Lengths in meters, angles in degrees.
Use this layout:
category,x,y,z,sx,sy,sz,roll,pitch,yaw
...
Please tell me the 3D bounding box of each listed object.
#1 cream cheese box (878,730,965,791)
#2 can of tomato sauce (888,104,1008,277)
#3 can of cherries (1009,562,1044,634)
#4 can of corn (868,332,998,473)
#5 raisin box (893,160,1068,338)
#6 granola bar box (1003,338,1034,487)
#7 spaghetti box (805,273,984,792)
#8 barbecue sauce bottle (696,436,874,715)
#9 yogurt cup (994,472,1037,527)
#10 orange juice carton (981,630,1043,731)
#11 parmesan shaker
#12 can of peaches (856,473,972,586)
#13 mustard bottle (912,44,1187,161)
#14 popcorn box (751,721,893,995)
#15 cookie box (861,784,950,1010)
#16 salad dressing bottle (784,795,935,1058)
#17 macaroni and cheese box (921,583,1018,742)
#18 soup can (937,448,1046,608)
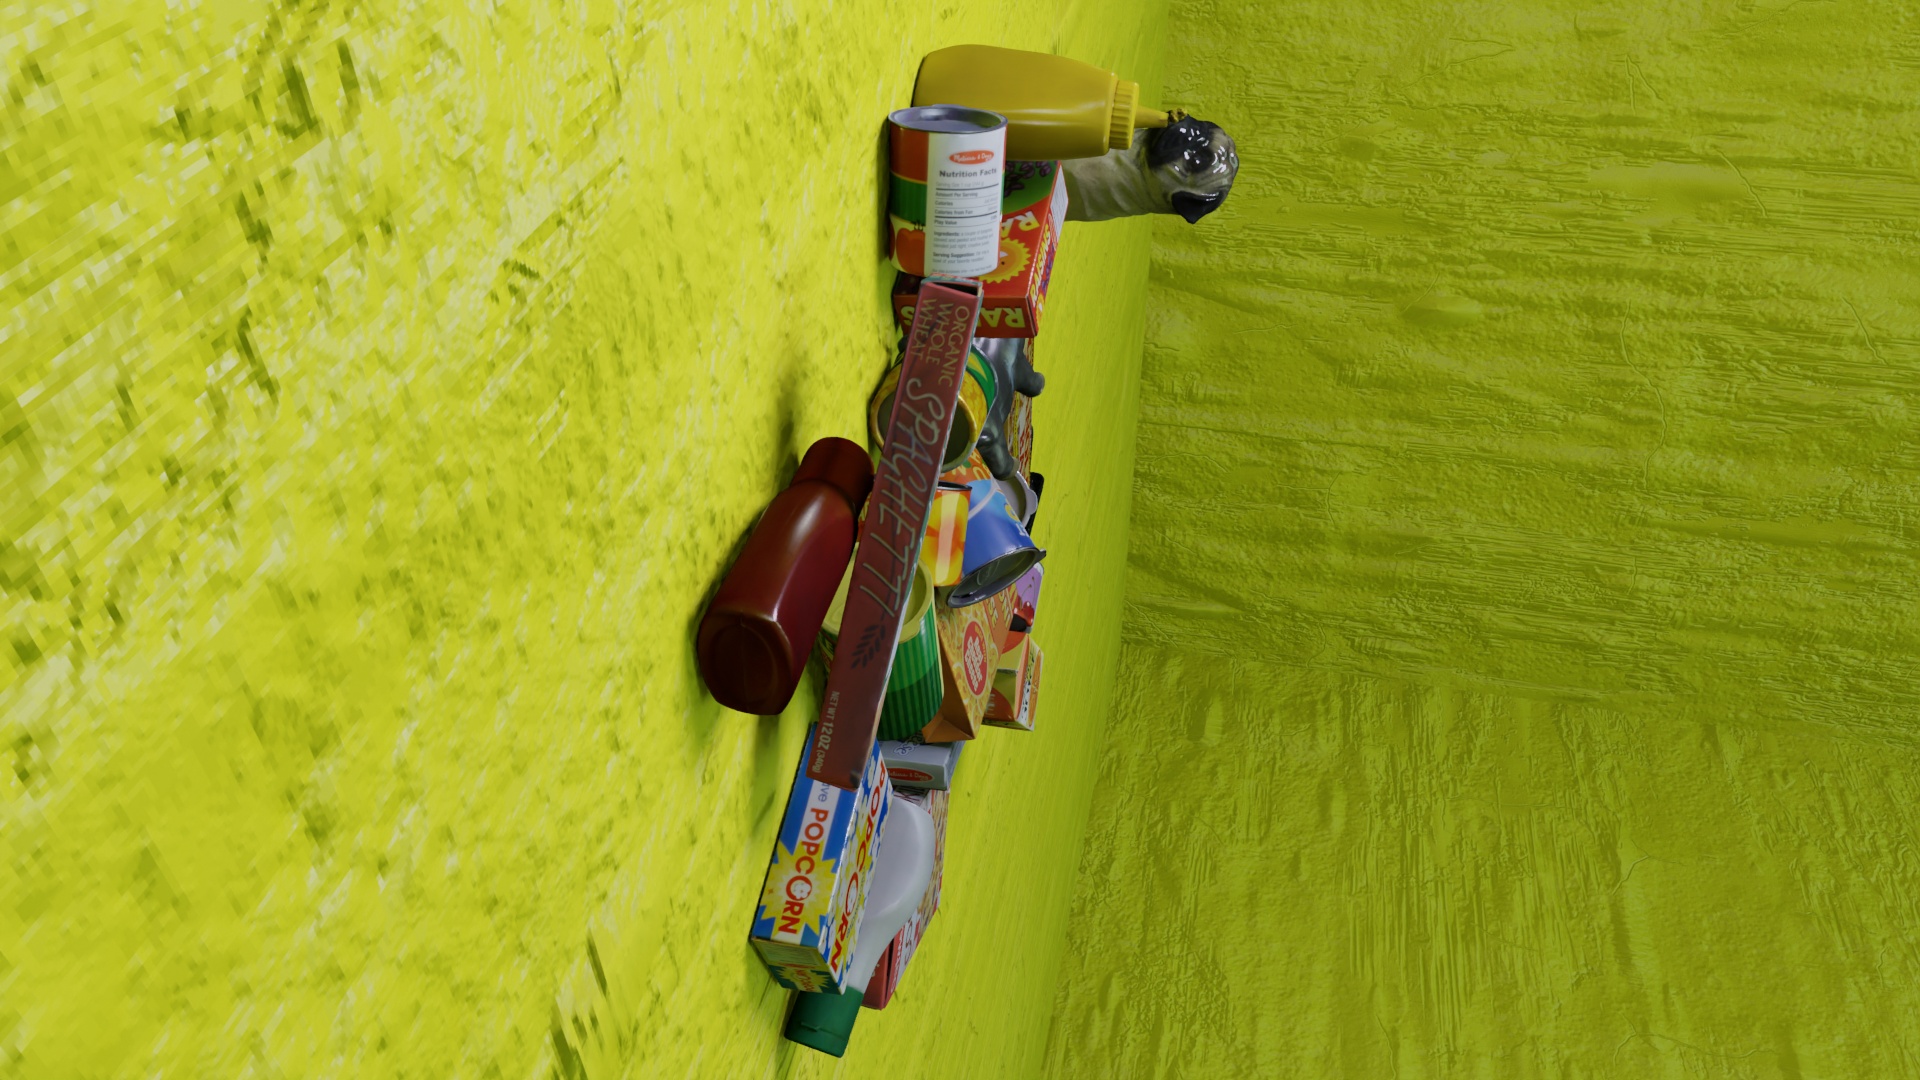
category,x,y,z,sx,sy,sz,roll,pitch,yaw
cream cheese box,-0.024,0.135,0.967,0.104,0.053,0.024,-63,156,-63
can of tomato sauce,-0.009,-0.199,0.791,0.071,0.071,0.082,-65,160,-59
can of cherries,0.032,0.045,1.194,0.071,0.071,0.058,78,22,-61
can of corn,-0.017,-0.083,0.826,0.058,0.071,0.070,-69,163,-52
raisin box,0.014,-0.182,0.865,0.040,0.086,0.124,74,25,-52
granola bar box,0.032,-0.087,1.162,0.125,0.039,0.164,-69,163,-54
spaghetti box,-0.031,-0.004,0.662,0.050,0.029,0.249,-76,180,-76
barbecue sauce bottle,-0.074,0.008,0.632,0.149,0.044,0.064,-71,168,-50
yogurt cup,0.022,-0.031,1.080,0.054,0.072,0.072,-64,160,-83
orange juice carton,0.022,0.114,1.154,0.192,0.072,0.073,53,45,-76
parmesan shaker,-0.043,0.059,0.762,0.102,0.071,0.072,85,16,-51
can of peaches,-0.031,-0.006,0.804,0.071,0.071,0.058,-26,122,-78
mustard bottle,0.054,-0.256,0.828,0.048,0.160,0.065,79,22,-64
popcorn box,-0.073,0.175,0.766,0.084,0.038,0.127,83,18,-56
cookie box,-0.043,0.226,0.959,0.168,0.040,0.122,-39,135,-75
salad dressing bottle,-0.061,0.225,0.819,0.043,0.064,0.148,69,38,-60
macaroni and cheese box,-0.004,0.039,0.965,0.167,0.040,0.123,-68,147,-54
soup can,0.003,-0.011,0.869,0.084,0.071,0.071,60,-2,19
